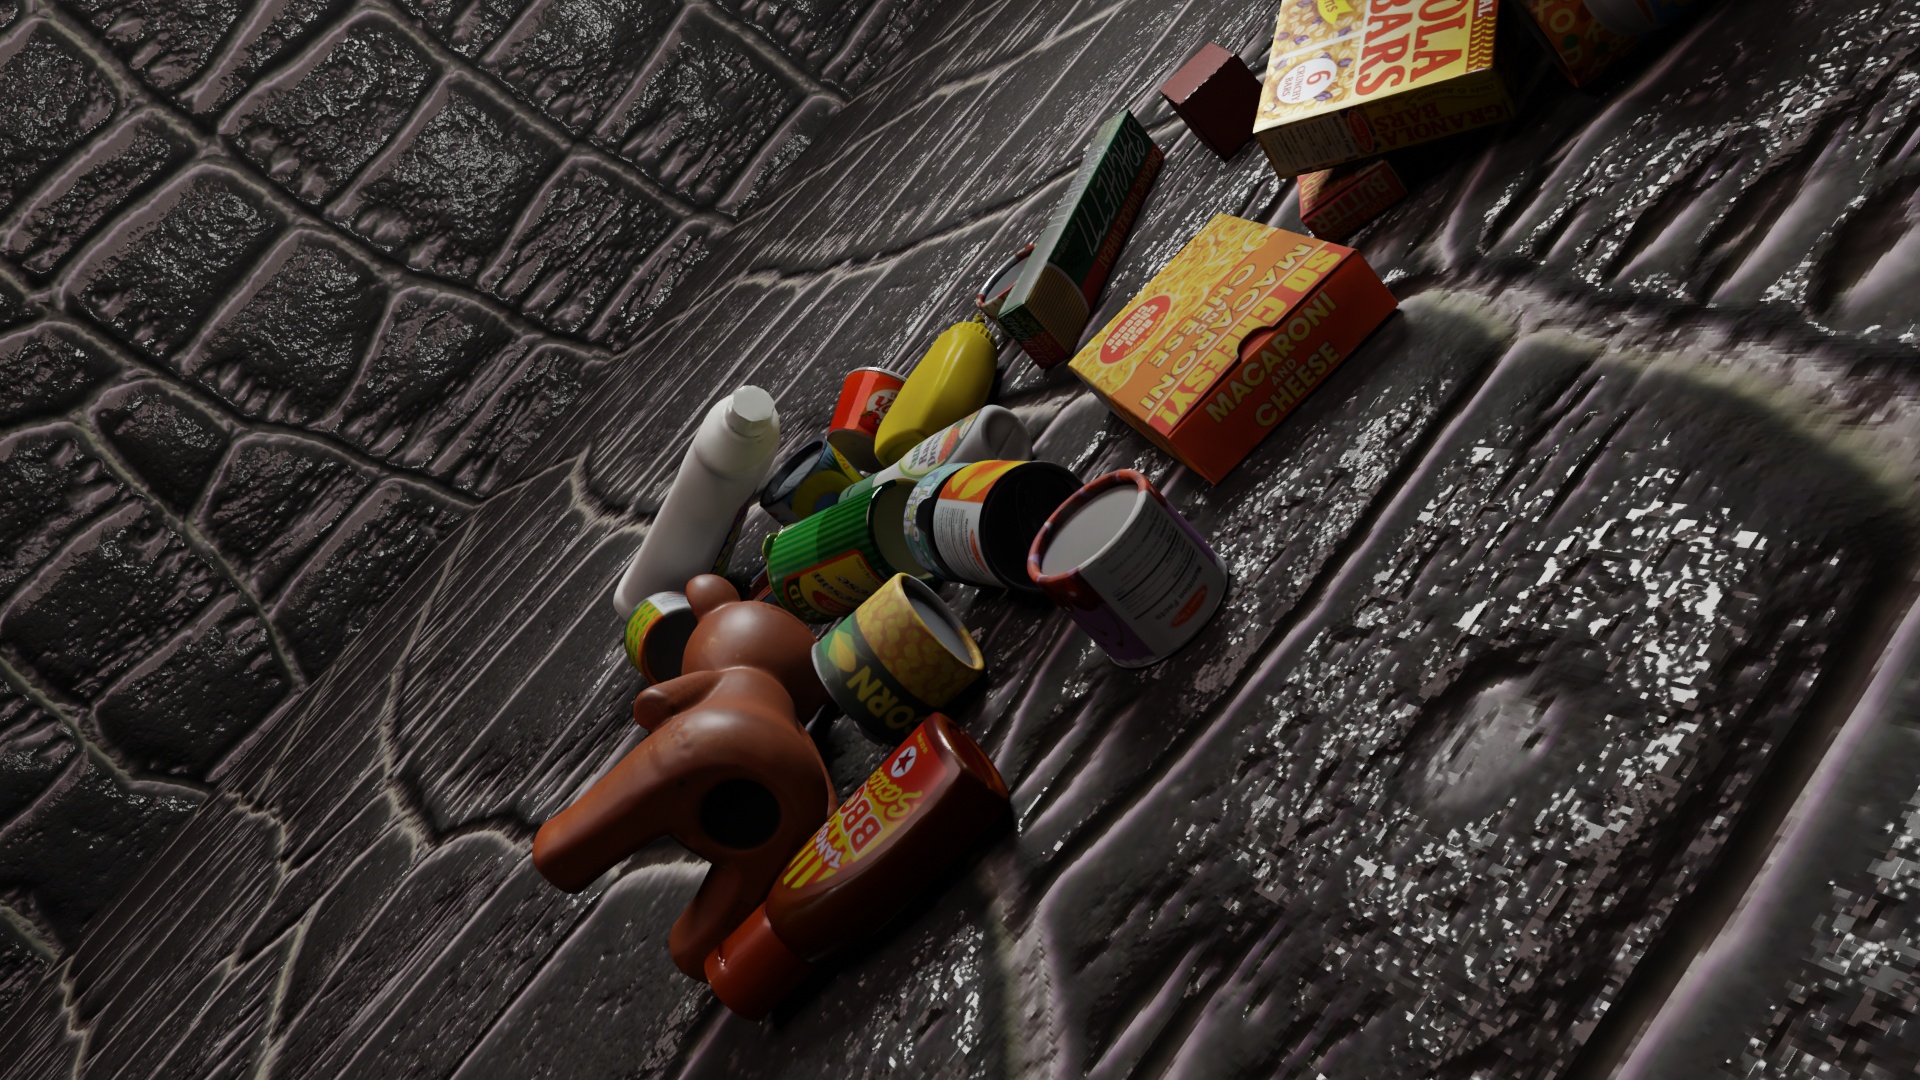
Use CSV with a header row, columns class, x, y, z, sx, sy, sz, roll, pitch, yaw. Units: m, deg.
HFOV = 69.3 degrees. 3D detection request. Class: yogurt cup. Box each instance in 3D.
class,x,y,z,sx,sy,sz,roll,pitch,yaw
yogurt cup,-0.062,-0.084,1.006,0.072,0.072,0.054,-16,44,52

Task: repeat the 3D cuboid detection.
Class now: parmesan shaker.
class,x,y,z,sx,sy,sz,roll,pitch,yaw
parmesan shaker,-0.063,0.006,0.833,0.102,0.071,0.072,-22,32,46

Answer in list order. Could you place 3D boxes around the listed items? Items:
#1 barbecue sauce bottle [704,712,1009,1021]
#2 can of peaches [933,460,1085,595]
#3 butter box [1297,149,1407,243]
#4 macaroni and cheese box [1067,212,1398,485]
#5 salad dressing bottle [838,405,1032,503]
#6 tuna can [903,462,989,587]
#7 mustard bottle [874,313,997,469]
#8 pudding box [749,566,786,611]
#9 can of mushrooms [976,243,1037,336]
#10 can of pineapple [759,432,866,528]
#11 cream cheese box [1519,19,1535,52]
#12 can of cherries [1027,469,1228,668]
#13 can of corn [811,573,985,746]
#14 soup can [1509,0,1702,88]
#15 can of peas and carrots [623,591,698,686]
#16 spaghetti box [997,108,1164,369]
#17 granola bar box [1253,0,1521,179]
class,x,y,z,sx,sy,sz,roll,pitch,yaw
barbecue sauce bottle,-0.046,0.144,0.599,0.148,0.043,0.065,-45,22,4
can of peaches,0.029,-0.008,0.704,0.071,0.071,0.058,-52,22,-14
butter box,0.214,-0.205,0.766,0.053,0.024,0.104,-32,26,30
macaroni and cheese box,0.132,-0.105,0.718,0.123,0.040,0.167,-45,21,5
salad dressing bottle,-0.020,-0.039,0.872,0.147,0.044,0.064,-24,29,44
tuna can,0.003,-0.009,0.743,0.071,0.071,0.033,-52,20,-14
mustard bottle,-0.006,-0.108,0.964,0.065,0.048,0.161,-24,29,42
pudding box,-0.105,0.022,0.939,0.083,0.030,0.050,-40,23,14
can of mushrooms,0.046,-0.186,1.026,0.071,0.033,0.071,-38,22,19
can of pineapple,-0.097,-0.031,0.981,0.071,0.058,0.071,-38,23,19
cream cheese box,0.316,-0.300,0.747,0.103,0.024,0.053,-38,24,18
can of cherries,0.070,0.011,0.600,0.071,0.058,0.072,-38,23,20
can of corn,-0.030,0.060,0.687,0.058,0.071,0.071,-41,22,11
soup can,0.305,-0.261,0.641,0.083,0.071,0.072,-36,23,25
can of peas and carrots,-0.197,0.075,0.969,0.071,0.071,0.059,-50,22,-10
spaghetti box,0.090,-0.220,0.985,0.028,0.050,0.251,-22,32,43
granola bar box,0.232,-0.275,0.739,0.124,0.039,0.166,-6,53,35
